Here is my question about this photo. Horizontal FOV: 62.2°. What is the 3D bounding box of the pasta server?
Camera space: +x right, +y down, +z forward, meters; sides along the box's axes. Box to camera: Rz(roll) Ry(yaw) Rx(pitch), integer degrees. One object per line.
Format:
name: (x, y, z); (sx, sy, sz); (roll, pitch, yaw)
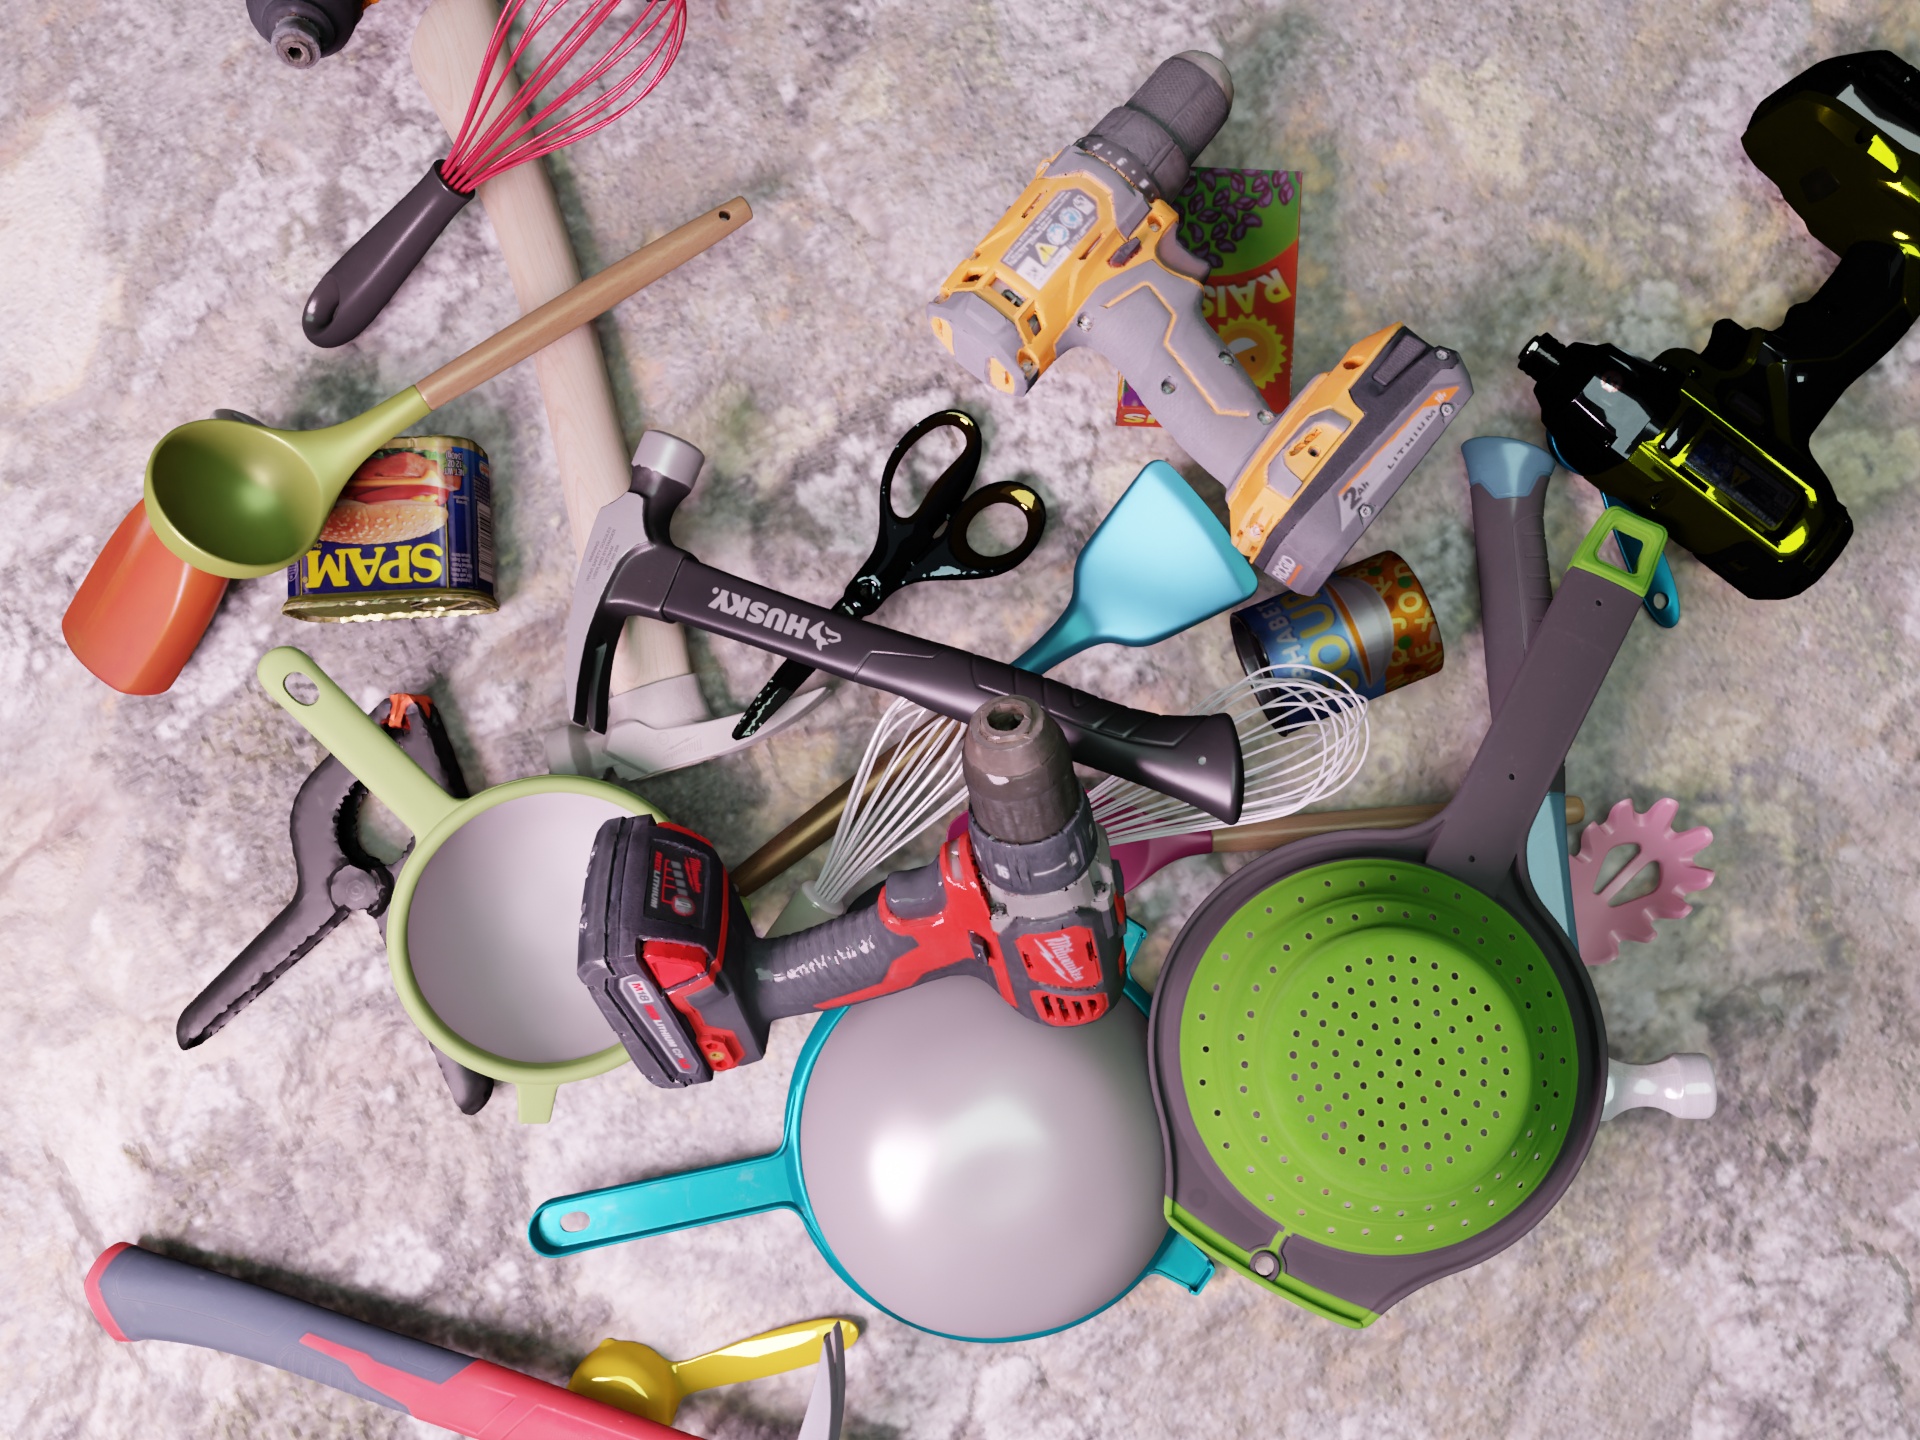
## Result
pasta server: (0.245, 0.161, 0.786); (0.316, 0.040, 0.060); (-45, 72, 2)

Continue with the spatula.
spatula: (-0.001, -0.003, 0.797); (0.317, 0.044, 0.082); (-37, 89, 2)

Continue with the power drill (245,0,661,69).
power drill: (-0.237, -0.387, 0.770); (0.226, 0.084, 0.164); (-10, 58, 2)

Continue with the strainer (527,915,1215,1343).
strainer: (-0.045, 0.221, 0.759); (0.340, 0.095, 0.211); (-11, 91, -2)

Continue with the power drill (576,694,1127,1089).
power drill: (-0.044, 0.074, 0.680); (0.226, 0.187, 0.080); (-9, 47, 6)

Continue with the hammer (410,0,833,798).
hammer: (-0.188, -0.175, 0.812); (0.146, 0.038, 0.411); (-16, 88, 1)

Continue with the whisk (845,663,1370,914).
whisk: (0.062, 0.049, 0.758); (0.284, 0.070, 0.070); (-25, 88, 23)

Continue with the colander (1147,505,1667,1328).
colander: (0.222, 0.074, 0.697); (0.204, 0.094, 0.397); (27, 85, 10)

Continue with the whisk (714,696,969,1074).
whisk: (-0.062, 0.081, 0.780); (0.059, 0.058, 0.246); (30, 106, -21)

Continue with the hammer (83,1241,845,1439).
hammer: (-0.248, 0.313, 0.781); (0.386, 0.038, 0.143); (15, 90, 9)

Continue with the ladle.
ladle: (-0.235, -0.171, 0.759); (0.320, 0.062, 0.078); (-34, 95, -10)

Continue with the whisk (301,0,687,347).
whisk: (-0.230, -0.270, 0.757); (0.296, 0.073, 0.073); (-33, 88, 29)

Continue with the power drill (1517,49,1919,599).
power drill: (0.387, -0.193, 0.759); (0.171, 0.080, 0.223); (36, 88, -2)

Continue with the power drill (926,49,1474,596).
power drill: (0.124, -0.190, 0.739); (0.226, 0.084, 0.185); (38, 85, 8)

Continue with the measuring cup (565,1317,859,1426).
measuring cup: (-0.127, 0.332, 0.801); (0.156, 0.029, 0.062); (-18, 88, 5)

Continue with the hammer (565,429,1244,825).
hammer: (-0.030, -0.020, 0.724); (0.335, 0.035, 0.146); (20, 83, 17)

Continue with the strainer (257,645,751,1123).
strainer: (-0.236, 0.060, 0.771); (0.151, 0.069, 0.256); (-44, 105, -9)

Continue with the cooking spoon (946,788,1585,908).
cooking spoon: (0.152, 0.057, 0.801); (0.319, 0.017, 0.068); (-5, 97, 3)

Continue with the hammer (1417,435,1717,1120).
hammer: (0.277, 0.023, 0.766); (0.128, 0.033, 0.331); (-4, 80, 12)

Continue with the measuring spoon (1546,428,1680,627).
measuring spoon: (0.329, -0.104, 0.801); (0.042, 0.021, 0.128); (-27, 97, -8)
